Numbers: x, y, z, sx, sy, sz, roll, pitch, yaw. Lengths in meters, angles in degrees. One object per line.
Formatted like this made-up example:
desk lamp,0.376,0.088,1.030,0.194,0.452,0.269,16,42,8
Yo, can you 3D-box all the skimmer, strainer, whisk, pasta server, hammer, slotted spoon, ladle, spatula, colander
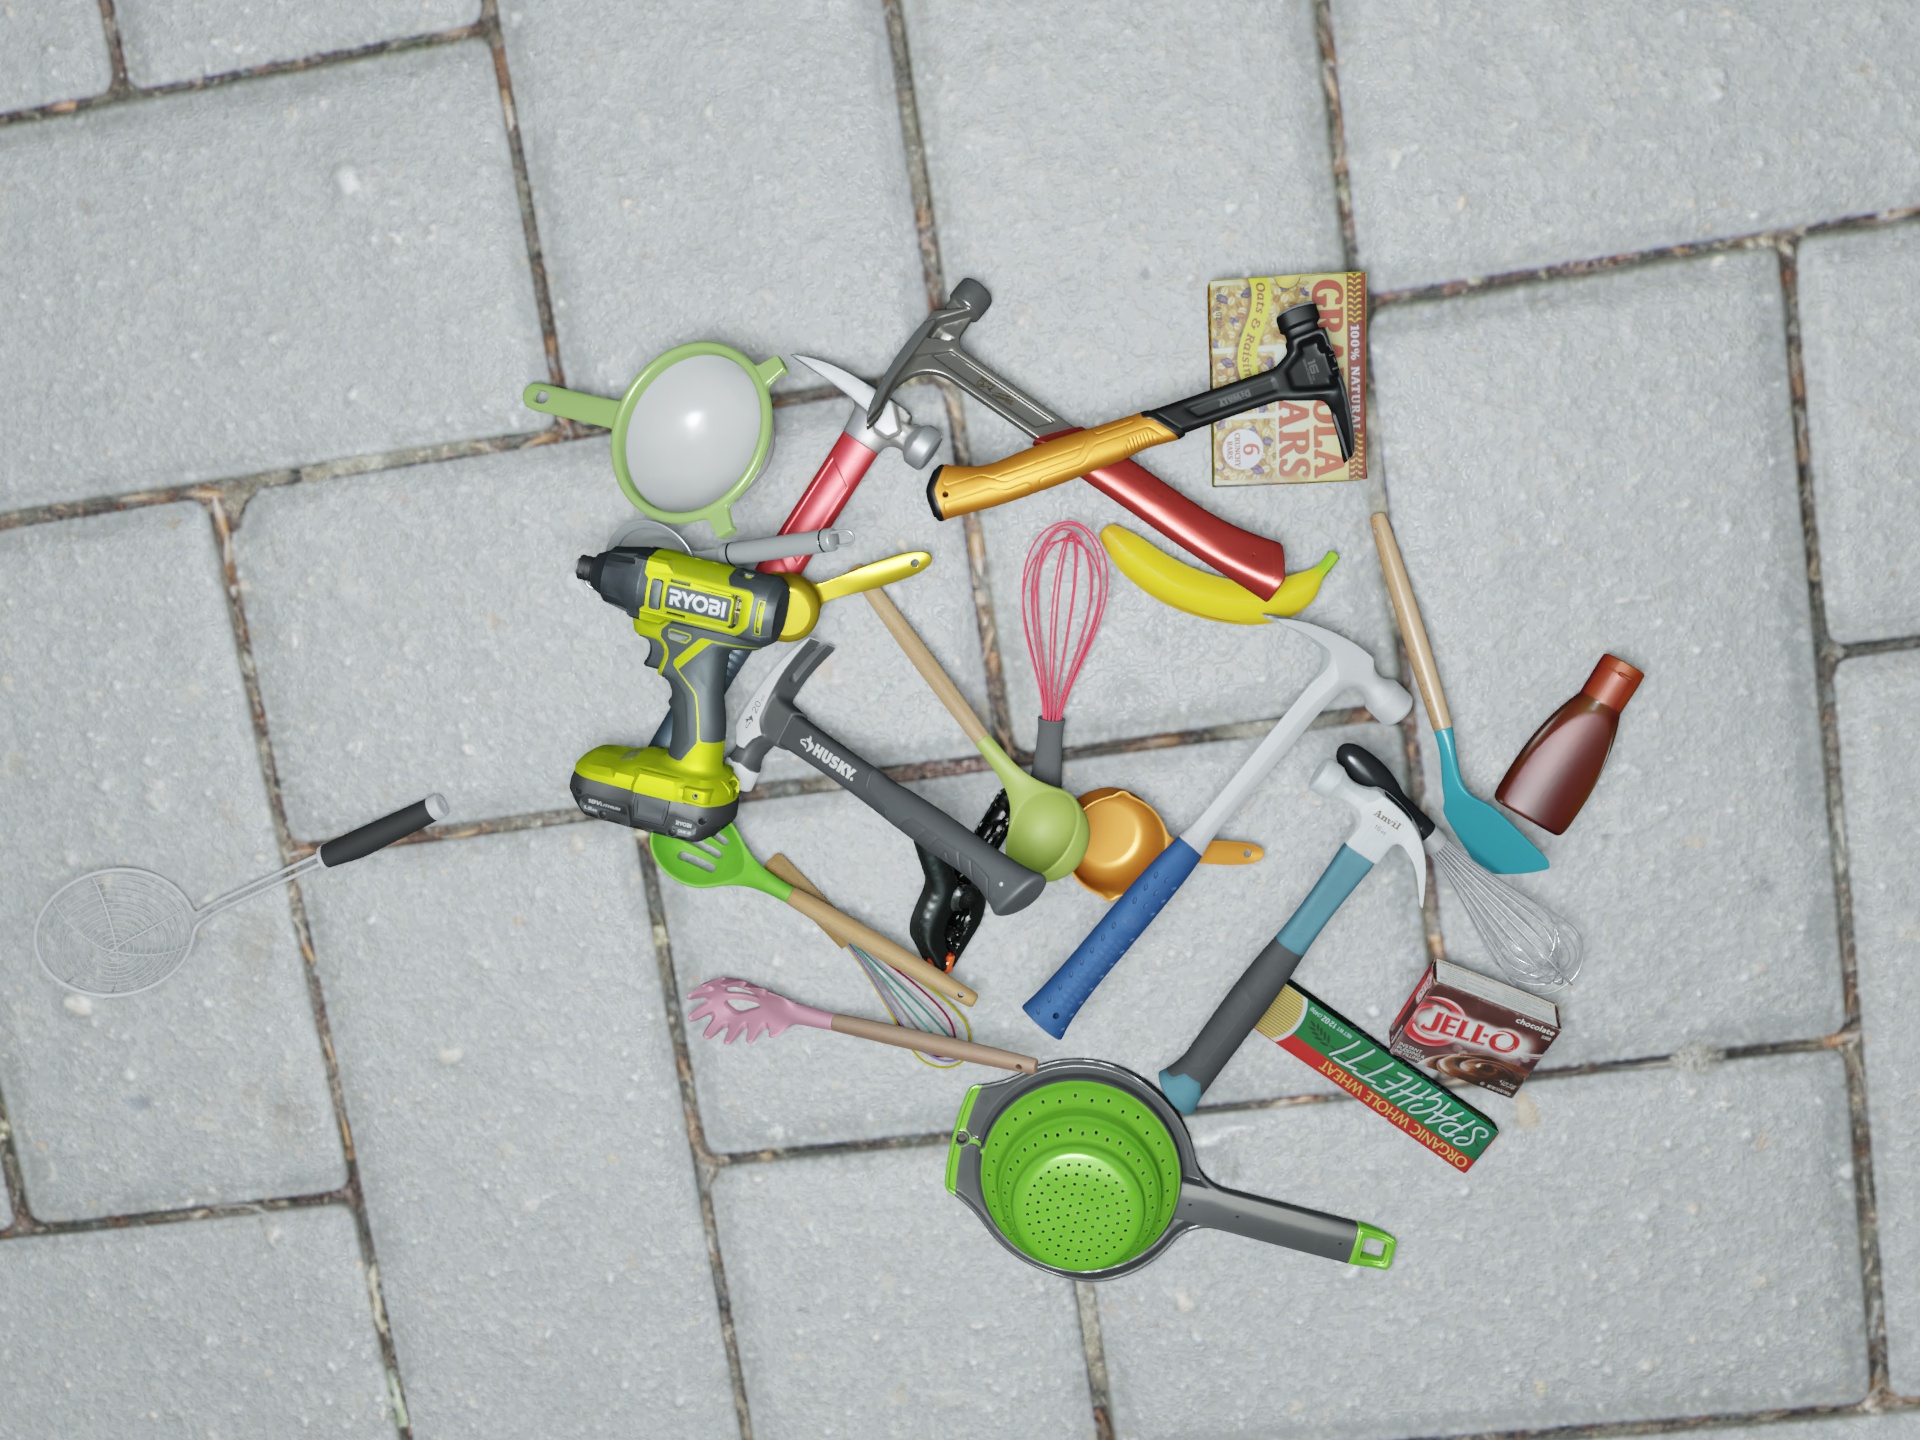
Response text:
skimmer,-0.633,0.137,1.406,0.363,0.090,0.127,-24,64,6
strainer,-0.251,-0.241,1.325,0.256,0.069,0.151,17,89,27
whisk,-0.083,0.211,1.389,0.245,0.051,0.047,45,105,1
strainer,-0.196,-0.135,1.307,0.258,0.050,0.086,-4,114,28
pasta server,-0.087,0.268,1.365,0.316,0.040,0.060,8,112,20
whisk,0.408,0.119,1.303,0.070,0.070,0.284,-44,99,9
hammer,-0.178,-0.119,1.353,0.143,0.038,0.386,34,100,1
hammer,0.191,0.091,1.304,0.144,0.035,0.405,40,91,-16
hammer,0.103,-0.202,1.285,0.359,0.036,0.149,35,81,3
slotted spoon,-0.124,0.164,1.363,0.314,0.031,0.070,29,92,6
ladle,-0.002,-0.004,1.310,0.078,0.062,0.320,-41,77,20
hammer,0.263,0.195,1.315,0.128,0.033,0.331,33,110,2
spatula,0.396,-0.020,1.306,0.044,0.082,0.317,-16,88,-22
colander,0.181,0.423,1.365,0.397,0.094,0.204,14,99,4
whisk,0.079,-0.020,1.335,0.073,0.073,0.295,6,105,5
hammer,0.137,-0.216,1.245,0.337,0.034,0.127,-18,88,1
hammer,-0.059,0.055,1.277,0.335,0.035,0.146,32,97,36

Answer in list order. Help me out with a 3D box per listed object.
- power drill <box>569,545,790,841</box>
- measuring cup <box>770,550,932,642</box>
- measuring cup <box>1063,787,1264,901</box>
power drill,-0.242,-0.027,1.298,0.171,0.080,0.223,14,107,5
measuring cup,-0.097,-0.108,1.315,0.156,0.029,0.062,-19,110,2
measuring cup,0.167,0.103,1.348,0.173,0.052,0.095,4,100,-10
